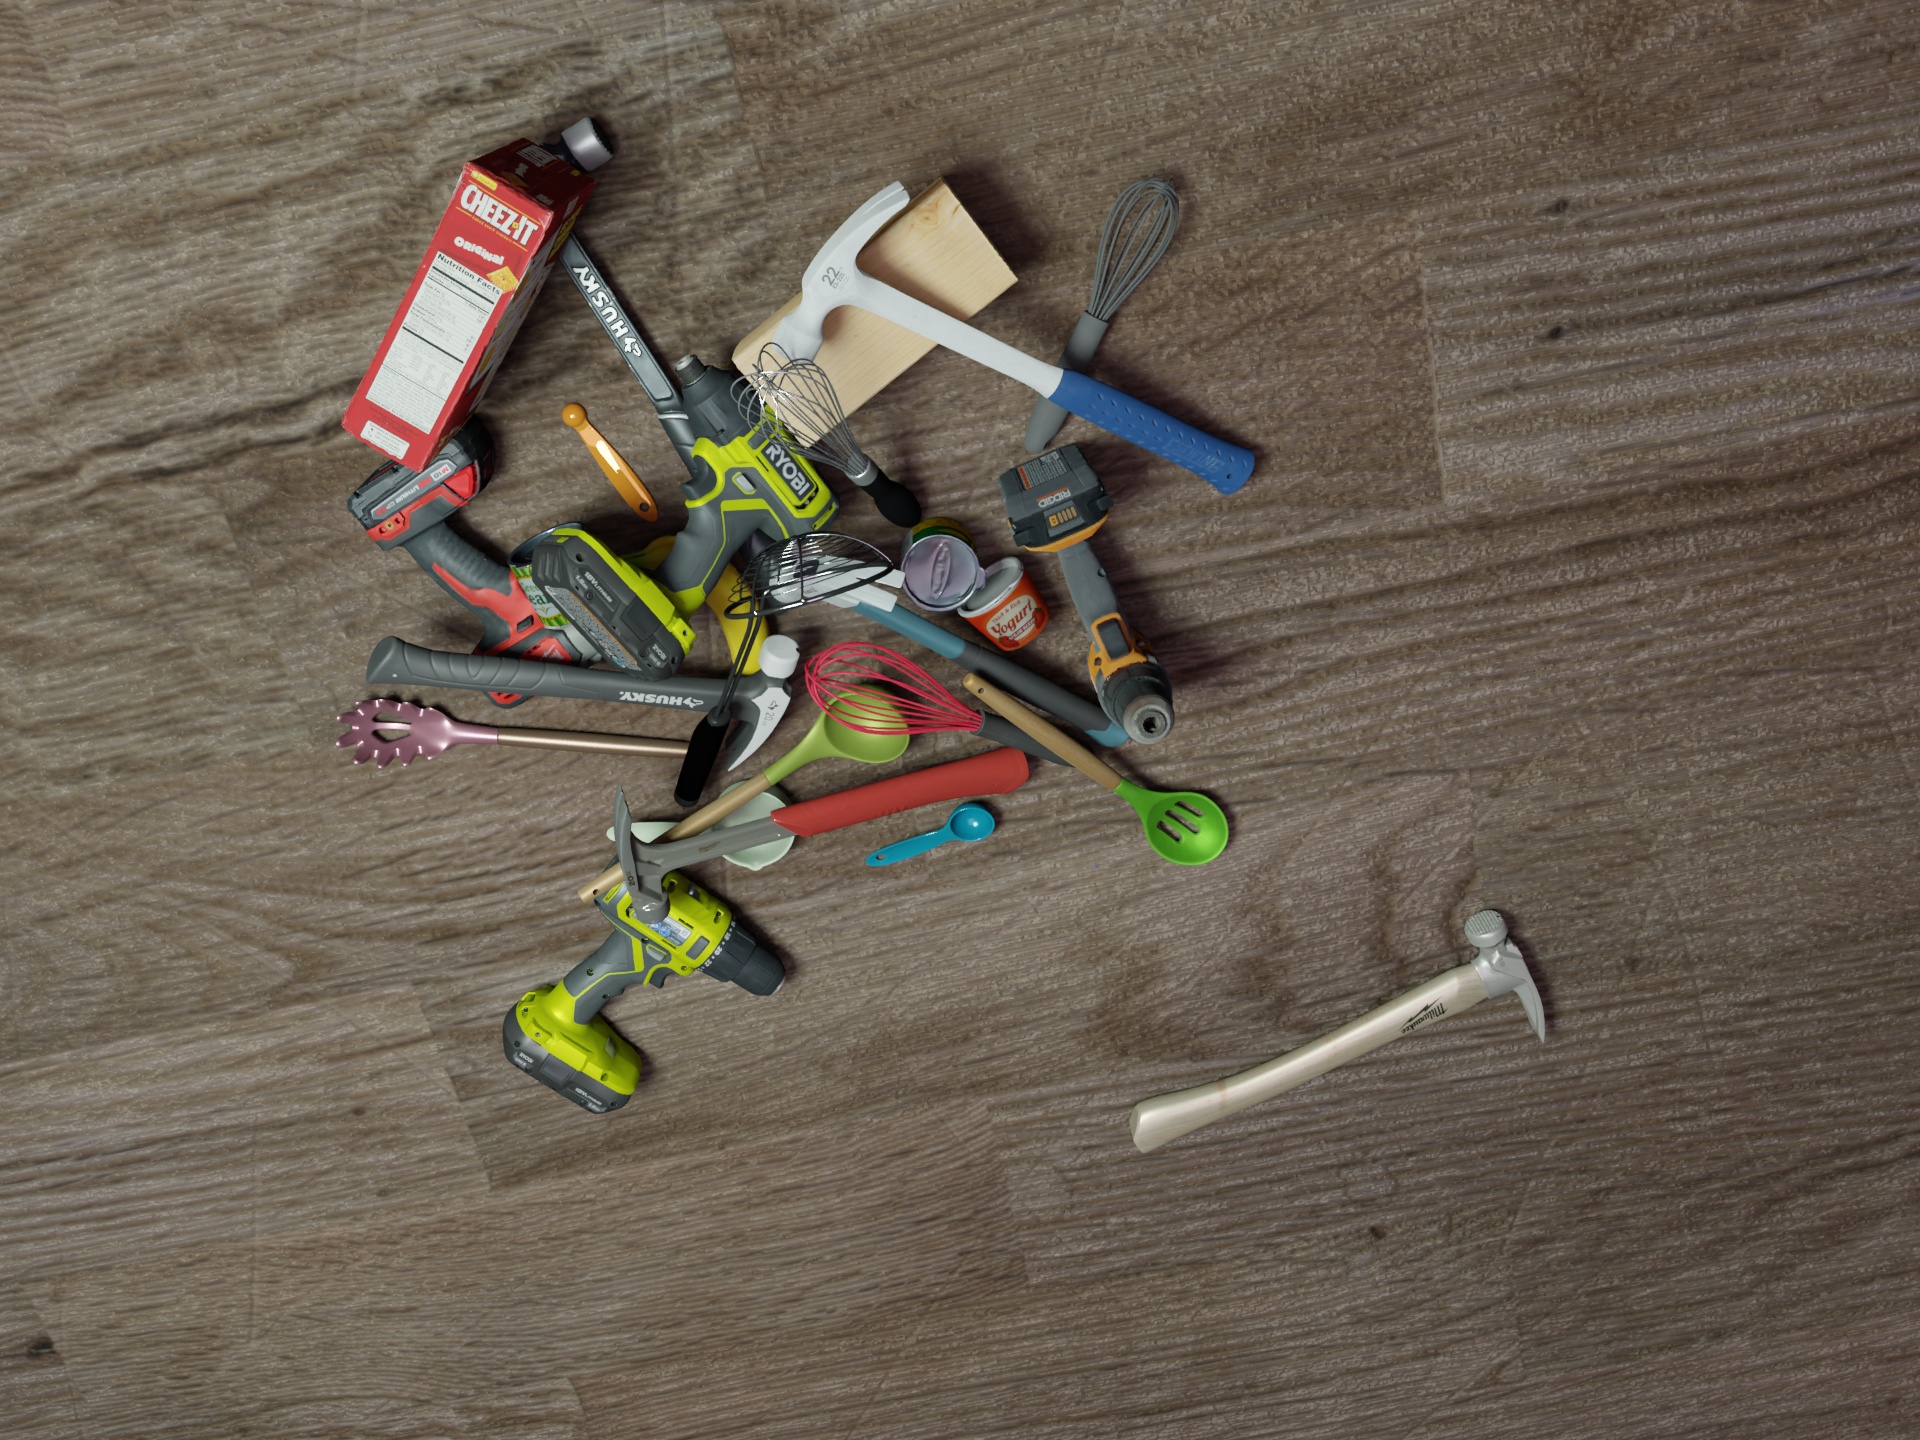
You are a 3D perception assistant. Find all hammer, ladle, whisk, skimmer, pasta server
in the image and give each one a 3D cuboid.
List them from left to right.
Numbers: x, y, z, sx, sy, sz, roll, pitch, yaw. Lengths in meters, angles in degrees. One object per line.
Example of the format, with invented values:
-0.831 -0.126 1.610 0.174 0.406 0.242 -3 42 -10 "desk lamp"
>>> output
-0.375 0.018 1.384 0.316 0.040 0.060 5 102 -5 "pasta server"
-0.309 -0.027 1.304 0.334 0.035 0.146 5 139 -19 "hammer"
-0.243 -0.258 1.275 0.149 0.036 0.408 -27 111 10 "hammer"
-0.185 0.069 1.359 0.320 0.062 0.078 -33 120 -7 "ladle"
-0.157 -0.020 1.248 0.090 0.127 0.363 48 138 17 "skimmer"
-0.112 0.072 1.352 0.359 0.037 0.149 -15 137 -16 "hammer"
-0.089 -0.204 1.206 0.070 0.284 0.070 -5 75 20 "whisk"
-0.002 -0.004 1.340 0.295 0.073 0.073 17 113 -32 "whisk"
0.007 -0.055 1.327 0.330 0.128 0.033 26 76 -26 "hammer"
0.066 -0.266 1.212 0.405 0.035 0.144 19 120 -29 "hammer"
0.107 -0.317 1.258 0.055 0.055 0.239 22 114 -11 "whisk"
0.358 0.329 1.541 0.410 0.038 0.146 -27 112 9 "hammer"

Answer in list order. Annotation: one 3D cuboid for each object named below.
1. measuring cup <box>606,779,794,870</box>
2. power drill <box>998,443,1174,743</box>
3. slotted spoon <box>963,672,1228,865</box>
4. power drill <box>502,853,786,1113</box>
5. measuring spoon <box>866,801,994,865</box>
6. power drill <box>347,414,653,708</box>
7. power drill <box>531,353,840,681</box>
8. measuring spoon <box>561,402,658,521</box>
-0.230 0.091 1.421 0.167 0.038 0.083 -2 113 1 "measuring cup"
0.110 -0.094 1.277 0.084 0.185 0.226 -23 109 6 "power drill"
0.119 0.040 1.380 0.313 0.031 0.070 34 106 -30 "slotted spoon"
-0.292 0.248 1.463 0.190 0.080 0.228 37 104 -15 "power drill"
-0.029 0.103 1.446 0.128 0.021 0.042 -21 127 16 "measuring spoon"
-0.362 -0.136 1.301 0.188 0.080 0.226 -29 113 10 "power drill"
-0.213 -0.155 1.221 0.223 0.080 0.171 -51 122 -21 "power drill"
-0.287 -0.210 1.305 0.021 0.011 0.116 -32 110 11 "measuring spoon"
